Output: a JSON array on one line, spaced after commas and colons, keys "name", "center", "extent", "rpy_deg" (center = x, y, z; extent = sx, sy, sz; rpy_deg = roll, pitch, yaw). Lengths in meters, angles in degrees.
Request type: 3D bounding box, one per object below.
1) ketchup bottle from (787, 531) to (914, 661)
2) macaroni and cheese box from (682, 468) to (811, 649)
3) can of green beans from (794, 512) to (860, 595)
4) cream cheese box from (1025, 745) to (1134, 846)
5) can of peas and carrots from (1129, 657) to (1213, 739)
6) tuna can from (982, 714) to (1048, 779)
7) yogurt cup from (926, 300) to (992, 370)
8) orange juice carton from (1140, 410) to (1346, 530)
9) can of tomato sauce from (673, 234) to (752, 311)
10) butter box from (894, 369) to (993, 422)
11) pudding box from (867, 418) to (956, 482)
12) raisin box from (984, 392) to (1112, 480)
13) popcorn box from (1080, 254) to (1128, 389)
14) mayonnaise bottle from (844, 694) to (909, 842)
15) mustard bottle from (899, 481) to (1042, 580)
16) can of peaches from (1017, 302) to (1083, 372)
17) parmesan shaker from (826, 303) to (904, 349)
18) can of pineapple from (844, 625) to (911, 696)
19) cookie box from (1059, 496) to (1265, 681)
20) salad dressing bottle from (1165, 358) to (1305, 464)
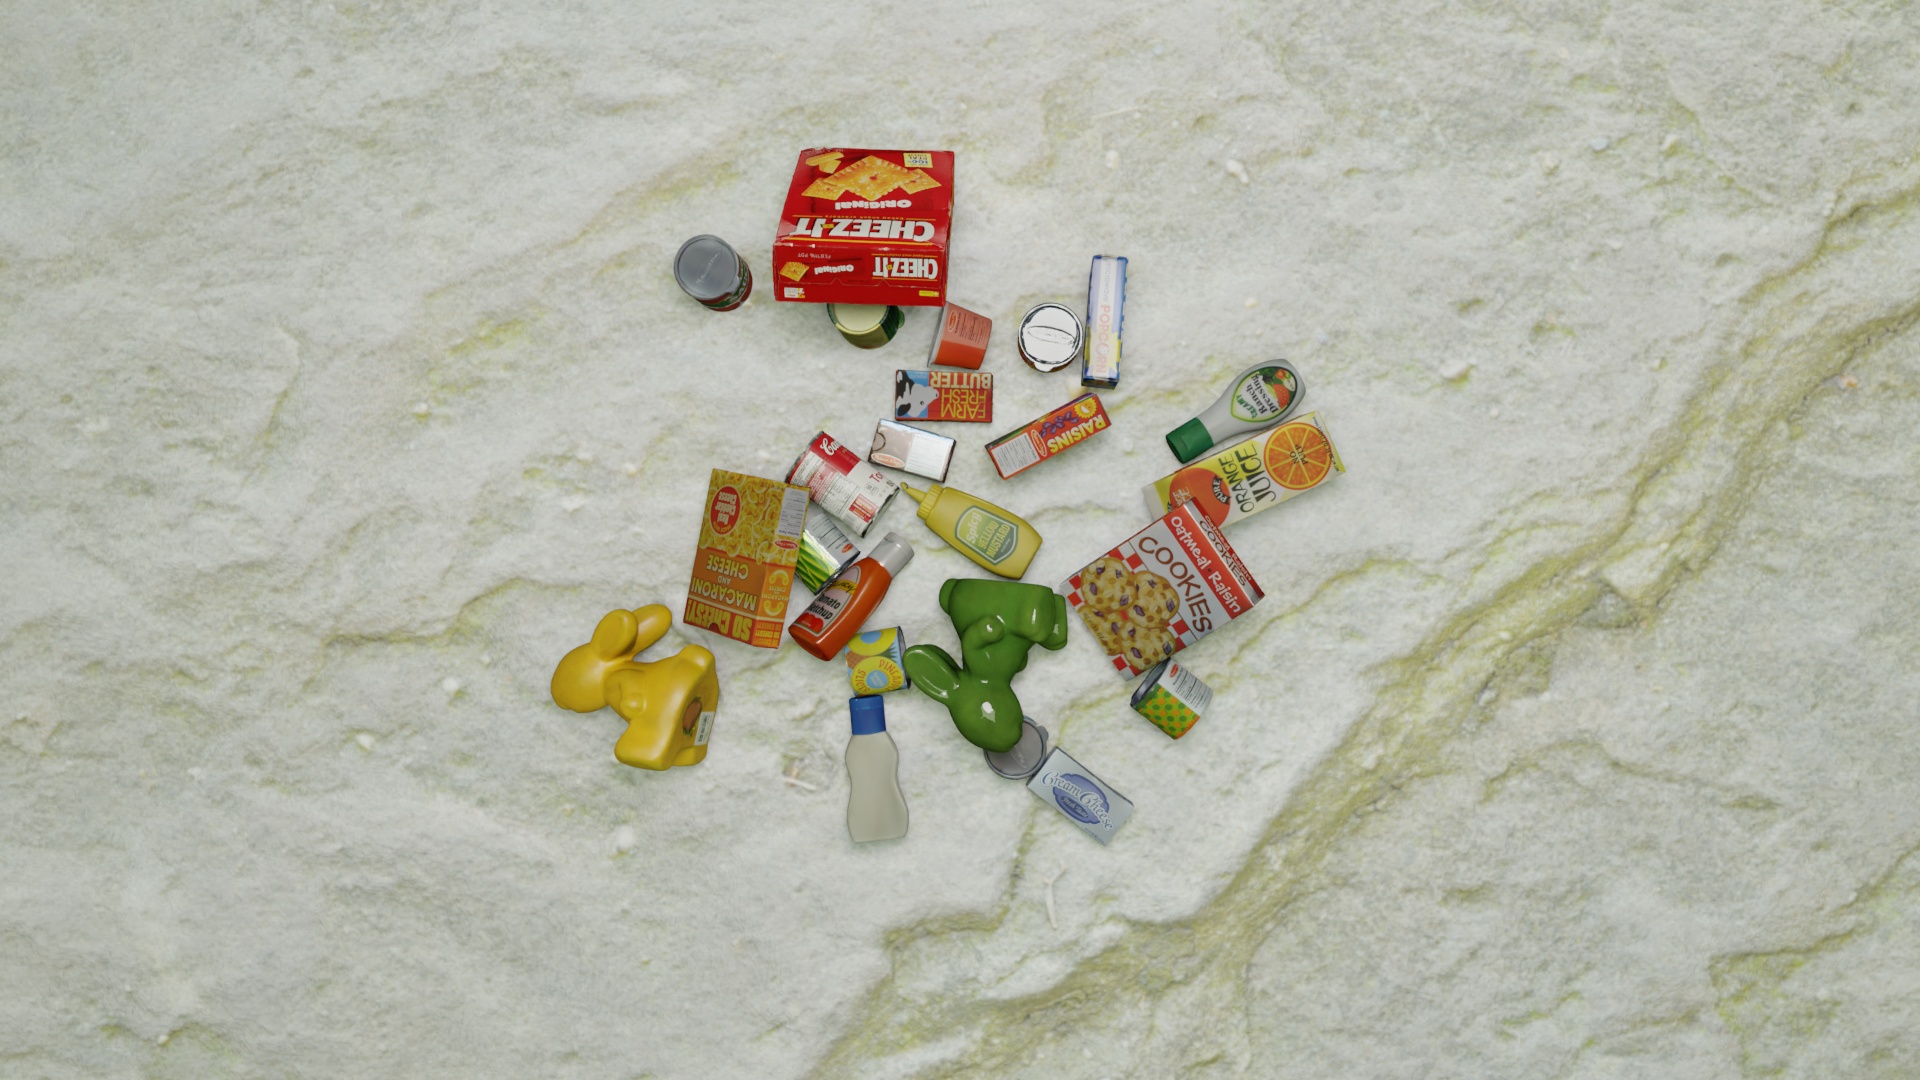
[{"name": "ketchup bottle", "center": [-0.108, 0.056, 1.430], "extent": [0.149, 0.065, 0.043], "rpy_deg": [-48, 127, -18]}, {"name": "macaroni and cheese box", "center": [-0.221, 0.017, 1.420], "extent": [0.124, 0.040, 0.166], "rpy_deg": [11, 90, 44]}, {"name": "can of green beans", "center": [-0.147, 0.014, 1.439], "extent": [0.071, 0.071, 0.058], "rpy_deg": [-44, 88, 1]}, {"name": "cream cheese box", "center": [0.125, 0.266, 1.451], "extent": [0.104, 0.024, 0.053], "rpy_deg": [37, 89, 1]}, {"name": "can of peas and carrots", "center": [0.216, 0.164, 1.431], "extent": [0.059, 0.071, 0.071], "rpy_deg": [38, 91, 1]}, {"name": "tuna can", "center": [0.059, 0.213, 1.449], "extent": [0.071, 0.033, 0.071], "rpy_deg": [0, 90, 2]}, {"name": "yogurt cup", "center": [0.000, -0.209, 1.440], "extent": [0.054, 0.072, 0.072], "rpy_deg": [14, 90, -7]}, {"name": "orange juice carton", "center": [0.286, -0.061, 1.426], "extent": [0.193, 0.073, 0.072], "rpy_deg": [-24, 90, 2]}, {"name": "can of tomato sauce", "center": [-0.252, -0.274, 1.435], "extent": [0.071, 0.083, 0.071], "rpy_deg": [0, 90, 1]}, {"name": "butter box", "center": [-0.017, -0.151, 1.458], "extent": [0.103, 0.024, 0.053], "rpy_deg": [2, 89, 1]}, {"name": "pudding box", "center": [-0.050, -0.094, 1.456], "extent": [0.084, 0.030, 0.049], "rpy_deg": [15, 91, 2]}, {"name": "raisin box", "center": [0.088, -0.108, 1.424], "extent": [0.123, 0.086, 0.040], "rpy_deg": [-27, 95, 1]}, {"name": "popcorn box", "center": [0.147, -0.223, 1.424], "extent": [0.038, 0.085, 0.126], "rpy_deg": [4, 90, 3]}, {"name": "mayonnaise bottle", "center": [-0.091, 0.237, 1.449], "extent": [0.065, 0.041, 0.148], "rpy_deg": [-6, 88, 0]}, {"name": "mustard bottle", "center": [0.005, -0.018, 1.444], "extent": [0.160, 0.049, 0.065], "rpy_deg": [29, 89, 1]}, {"name": "can of peaches", "center": [0.091, -0.207, 1.439], "extent": [0.071, 0.058, 0.071], "rpy_deg": [0, 90, 1]}, {"name": "parmesan shaker", "center": [-0.096, -0.236, 1.421], "extent": [0.071, 0.103, 0.071], "rpy_deg": [0, 90, 1]}, {"name": "can of pineapple", "center": [-0.085, 0.126, 1.435], "extent": [0.058, 0.071, 0.071], "rpy_deg": [-10, 90, 2]}, {"name": "cookie box", "center": [0.203, 0.050, 1.408], "extent": [0.167, 0.040, 0.123], "rpy_deg": [-35, 88, 30]}, {"name": "salad dressing bottle", "center": [0.284, -0.132, 1.441], "extent": [0.147, 0.044, 0.064], "rpy_deg": [-32, 88, 1]}]
